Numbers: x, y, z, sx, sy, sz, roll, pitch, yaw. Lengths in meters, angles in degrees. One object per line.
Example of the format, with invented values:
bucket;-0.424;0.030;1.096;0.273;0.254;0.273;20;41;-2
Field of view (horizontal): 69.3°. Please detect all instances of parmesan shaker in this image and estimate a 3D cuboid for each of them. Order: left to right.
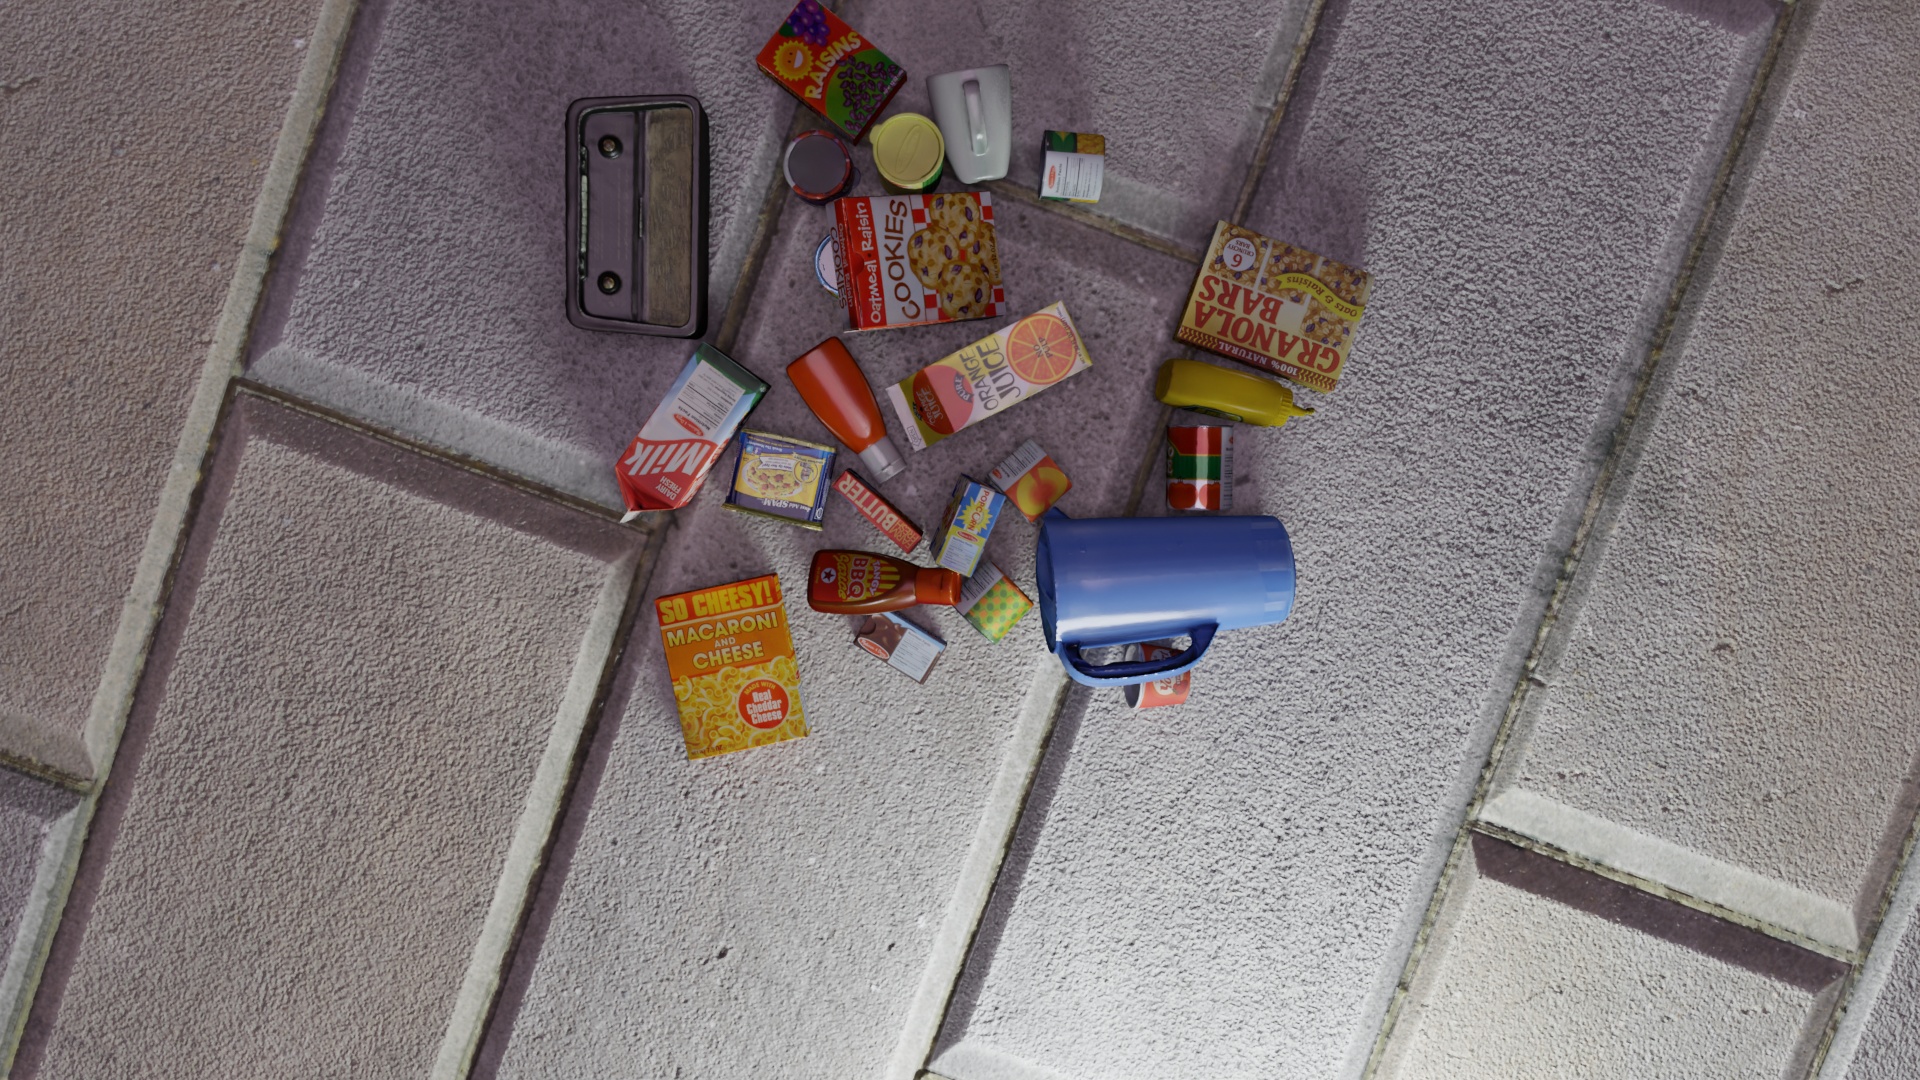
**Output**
parmesan shaker;-0.052;-0.368;1.334;0.071;0.103;0.071;0;95;-1

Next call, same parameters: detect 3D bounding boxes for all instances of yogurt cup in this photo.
yogurt cup;0.197;0.136;1.394;0.054;0.072;0.072;2;94;-9

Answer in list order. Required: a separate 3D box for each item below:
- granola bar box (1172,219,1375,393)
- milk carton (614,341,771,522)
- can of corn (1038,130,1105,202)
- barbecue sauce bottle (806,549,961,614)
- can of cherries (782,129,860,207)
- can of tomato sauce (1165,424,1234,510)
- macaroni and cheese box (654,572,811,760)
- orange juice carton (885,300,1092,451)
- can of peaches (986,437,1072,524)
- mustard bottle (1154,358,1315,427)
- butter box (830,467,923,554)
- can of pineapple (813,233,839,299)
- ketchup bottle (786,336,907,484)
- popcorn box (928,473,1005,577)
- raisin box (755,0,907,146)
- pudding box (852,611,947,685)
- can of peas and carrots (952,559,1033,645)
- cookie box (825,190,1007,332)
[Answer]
granola bar box;0.310;-0.231;1.382;0.165;0.039;0.124;19;93;-2
milk carton;-0.273;-0.096;1.365;0.073;0.072;0.190;35;92;-3
can of corn;0.108;-0.366;1.358;0.058;0.071;0.071;4;94;-2
barbecue sauce bottle;-0.075;0.043;1.370;0.148;0.043;0.065;2;70;16
can of cherries;-0.135;-0.363;1.355;0.071;0.058;0.071;0;94;0
can of tomato sauce;0.235;-0.073;1.379;0.071;0.071;0.083;0;95;-1
macaroni and cheese box;-0.229;0.126;1.397;0.124;0.040;0.166;-11;95;0
orange juice carton;0.026;-0.161;1.365;0.193;0.073;0.071;-26;94;1
can of peaches;0.070;-0.058;1.378;0.058;0.071;0.071;-42;94;2
mustard bottle;0.276;-0.142;1.377;0.160;0.065;0.049;13;90;-6
butter box;-0.081;-0.030;1.382;0.103;0.053;0.024;42;95;-3
can of pineapple;-0.111;-0.269;1.363;0.071;0.058;0.071;0;94;-1
ketchup bottle;-0.108;-0.126;1.380;0.065;0.043;0.148;-33;94;2
popcorn box;0.005;-0.017;1.348;0.038;0.127;0.085;24;94;-7
raisin box;-0.126;-0.461;1.359;0.123;0.040;0.086;38;93;-4
pudding box;-0.061;0.103;1.403;0.084;0.030;0.049;31;94;-3
can of peas and carrots;0.032;0.063;1.385;0.071;0.071;0.058;44;92;-4
cookie box;-0.040;-0.268;1.332;0.168;0.040;0.122;-11;96;-32
